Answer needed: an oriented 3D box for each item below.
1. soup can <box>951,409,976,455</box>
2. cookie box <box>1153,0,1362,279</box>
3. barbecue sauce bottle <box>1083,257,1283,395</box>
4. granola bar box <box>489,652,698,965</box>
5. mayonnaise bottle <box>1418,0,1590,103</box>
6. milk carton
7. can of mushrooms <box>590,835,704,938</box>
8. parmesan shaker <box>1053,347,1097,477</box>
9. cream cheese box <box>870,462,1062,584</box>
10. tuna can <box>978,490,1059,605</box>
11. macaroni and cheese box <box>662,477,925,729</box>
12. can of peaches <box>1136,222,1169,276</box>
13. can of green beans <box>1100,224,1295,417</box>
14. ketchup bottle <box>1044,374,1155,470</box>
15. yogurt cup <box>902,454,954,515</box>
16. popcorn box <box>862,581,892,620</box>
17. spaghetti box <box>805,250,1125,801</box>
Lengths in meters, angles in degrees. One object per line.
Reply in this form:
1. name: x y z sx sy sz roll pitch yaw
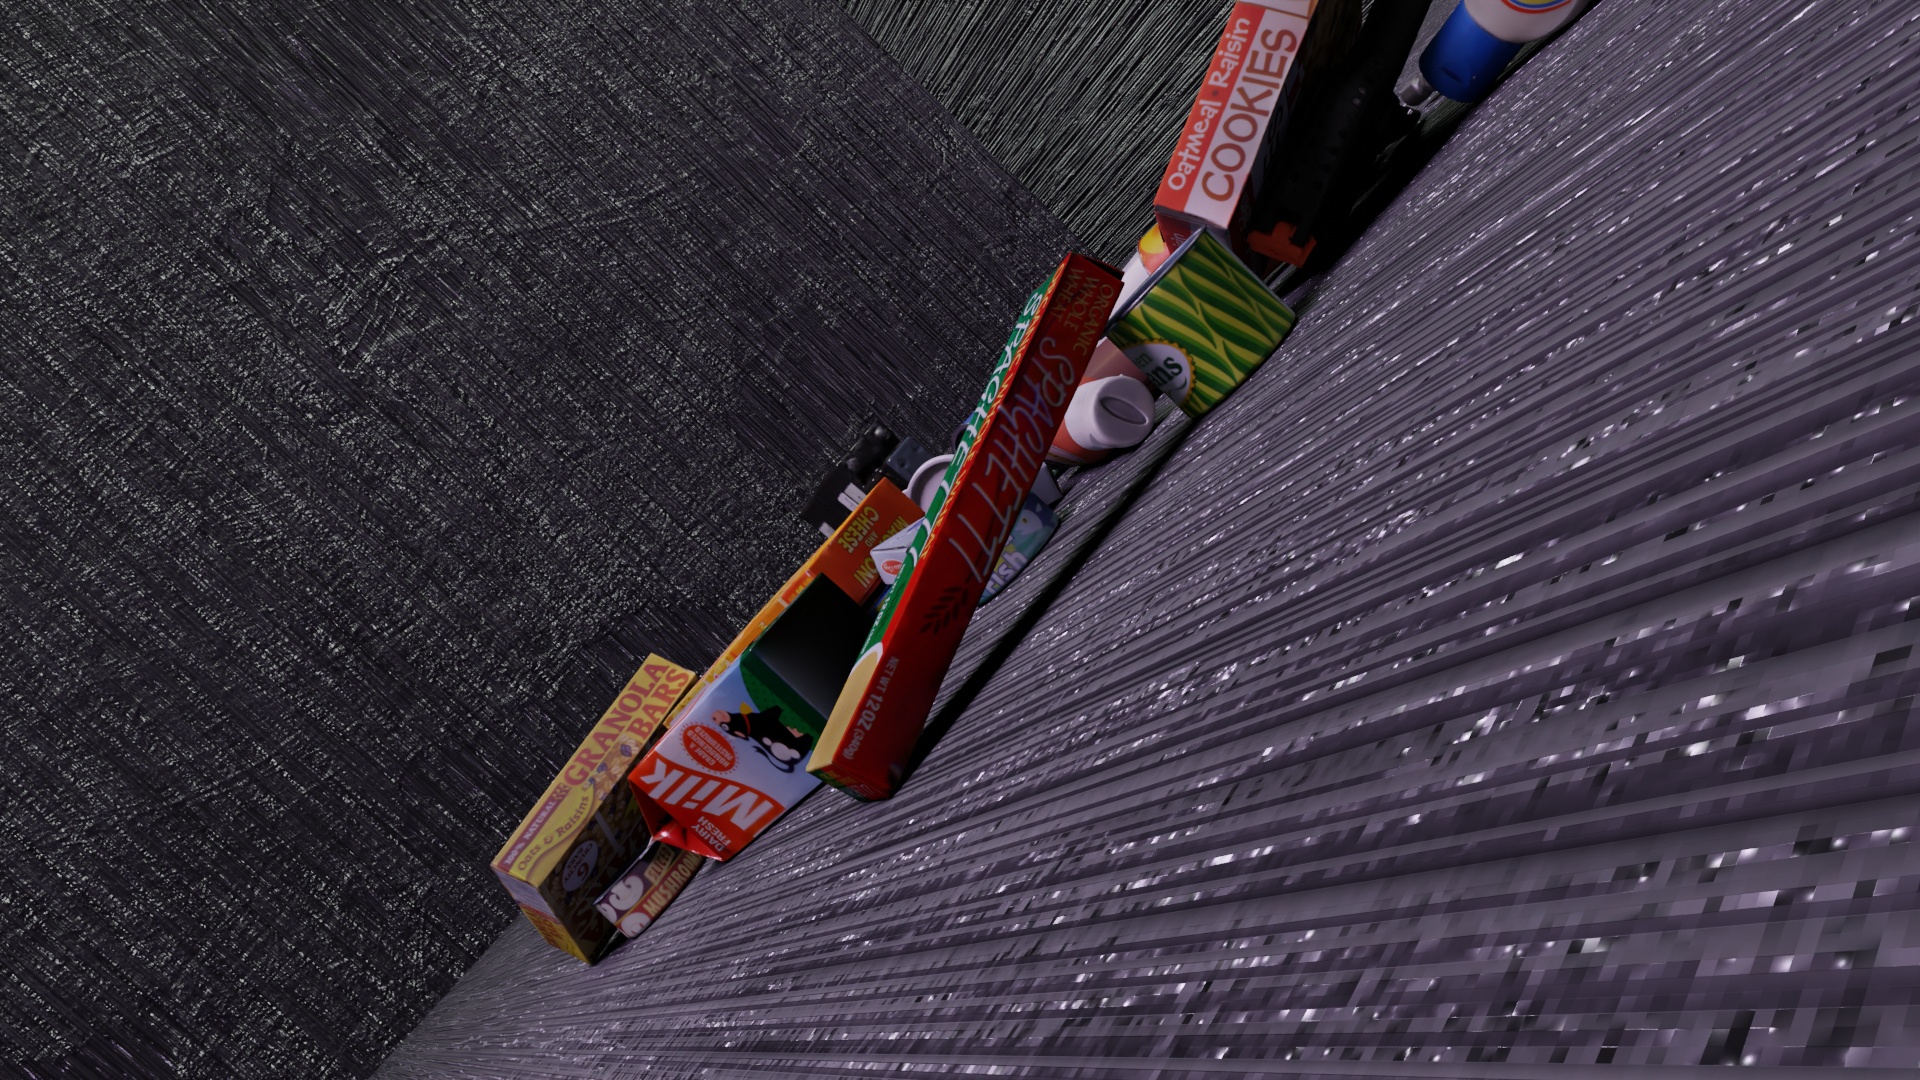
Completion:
1. soup can: 0.042 -0.081 1.019 0.084 0.071 0.071 -49 5 -34
2. cookie box: 0.150 -0.211 0.687 0.167 0.040 0.123 -67 -18 -3
3. barbecue sauce bottle: 0.133 -0.135 0.799 0.148 0.043 0.065 -44 2 17
4. granola bar box: -0.218 0.174 0.897 0.166 0.039 0.123 -58 -21 -32
5. mayonnaise bottle: 0.261 -0.261 0.615 0.041 0.065 0.147 -52 -3 -37
6. milk carton: -0.110 0.105 0.740 0.189 0.073 0.073 -43 6 42
7. can of mushrooms: -0.188 0.204 0.840 0.071 0.033 0.071 -46 4 4
8. parmesan shaker: 0.053 -0.087 0.931 0.071 0.071 0.103 -42 6 43
9. cream cheese box: 0.003 -0.010 0.792 0.104 0.024 0.053 -31 12 -24
10. tuna can: 0.018 0.001 0.725 0.071 0.033 0.071 -46 4 5
11. macaroni and cheese box: -0.100 0.048 0.857 0.165 0.040 0.124 -44 7 33
12. can of peaches: 0.161 -0.193 0.919 0.057 0.071 0.071 -43 6 35
13. can of green beans: 0.106 -0.097 0.621 0.071 0.058 0.071 -46 4 5
14. ketchup bottle: 0.061 -0.067 0.770 0.043 0.065 0.148 -69 16 -6
15. yogurt cup: 0.002 -0.029 0.956 0.072 0.072 0.054 -45 -3 21
16. popcorn box: -0.051 0.056 0.854 0.126 0.038 0.085 -42 8 43
17. spaghetti box: 0.005 -0.011 0.580 0.251 0.028 0.050 -65 11 -20
